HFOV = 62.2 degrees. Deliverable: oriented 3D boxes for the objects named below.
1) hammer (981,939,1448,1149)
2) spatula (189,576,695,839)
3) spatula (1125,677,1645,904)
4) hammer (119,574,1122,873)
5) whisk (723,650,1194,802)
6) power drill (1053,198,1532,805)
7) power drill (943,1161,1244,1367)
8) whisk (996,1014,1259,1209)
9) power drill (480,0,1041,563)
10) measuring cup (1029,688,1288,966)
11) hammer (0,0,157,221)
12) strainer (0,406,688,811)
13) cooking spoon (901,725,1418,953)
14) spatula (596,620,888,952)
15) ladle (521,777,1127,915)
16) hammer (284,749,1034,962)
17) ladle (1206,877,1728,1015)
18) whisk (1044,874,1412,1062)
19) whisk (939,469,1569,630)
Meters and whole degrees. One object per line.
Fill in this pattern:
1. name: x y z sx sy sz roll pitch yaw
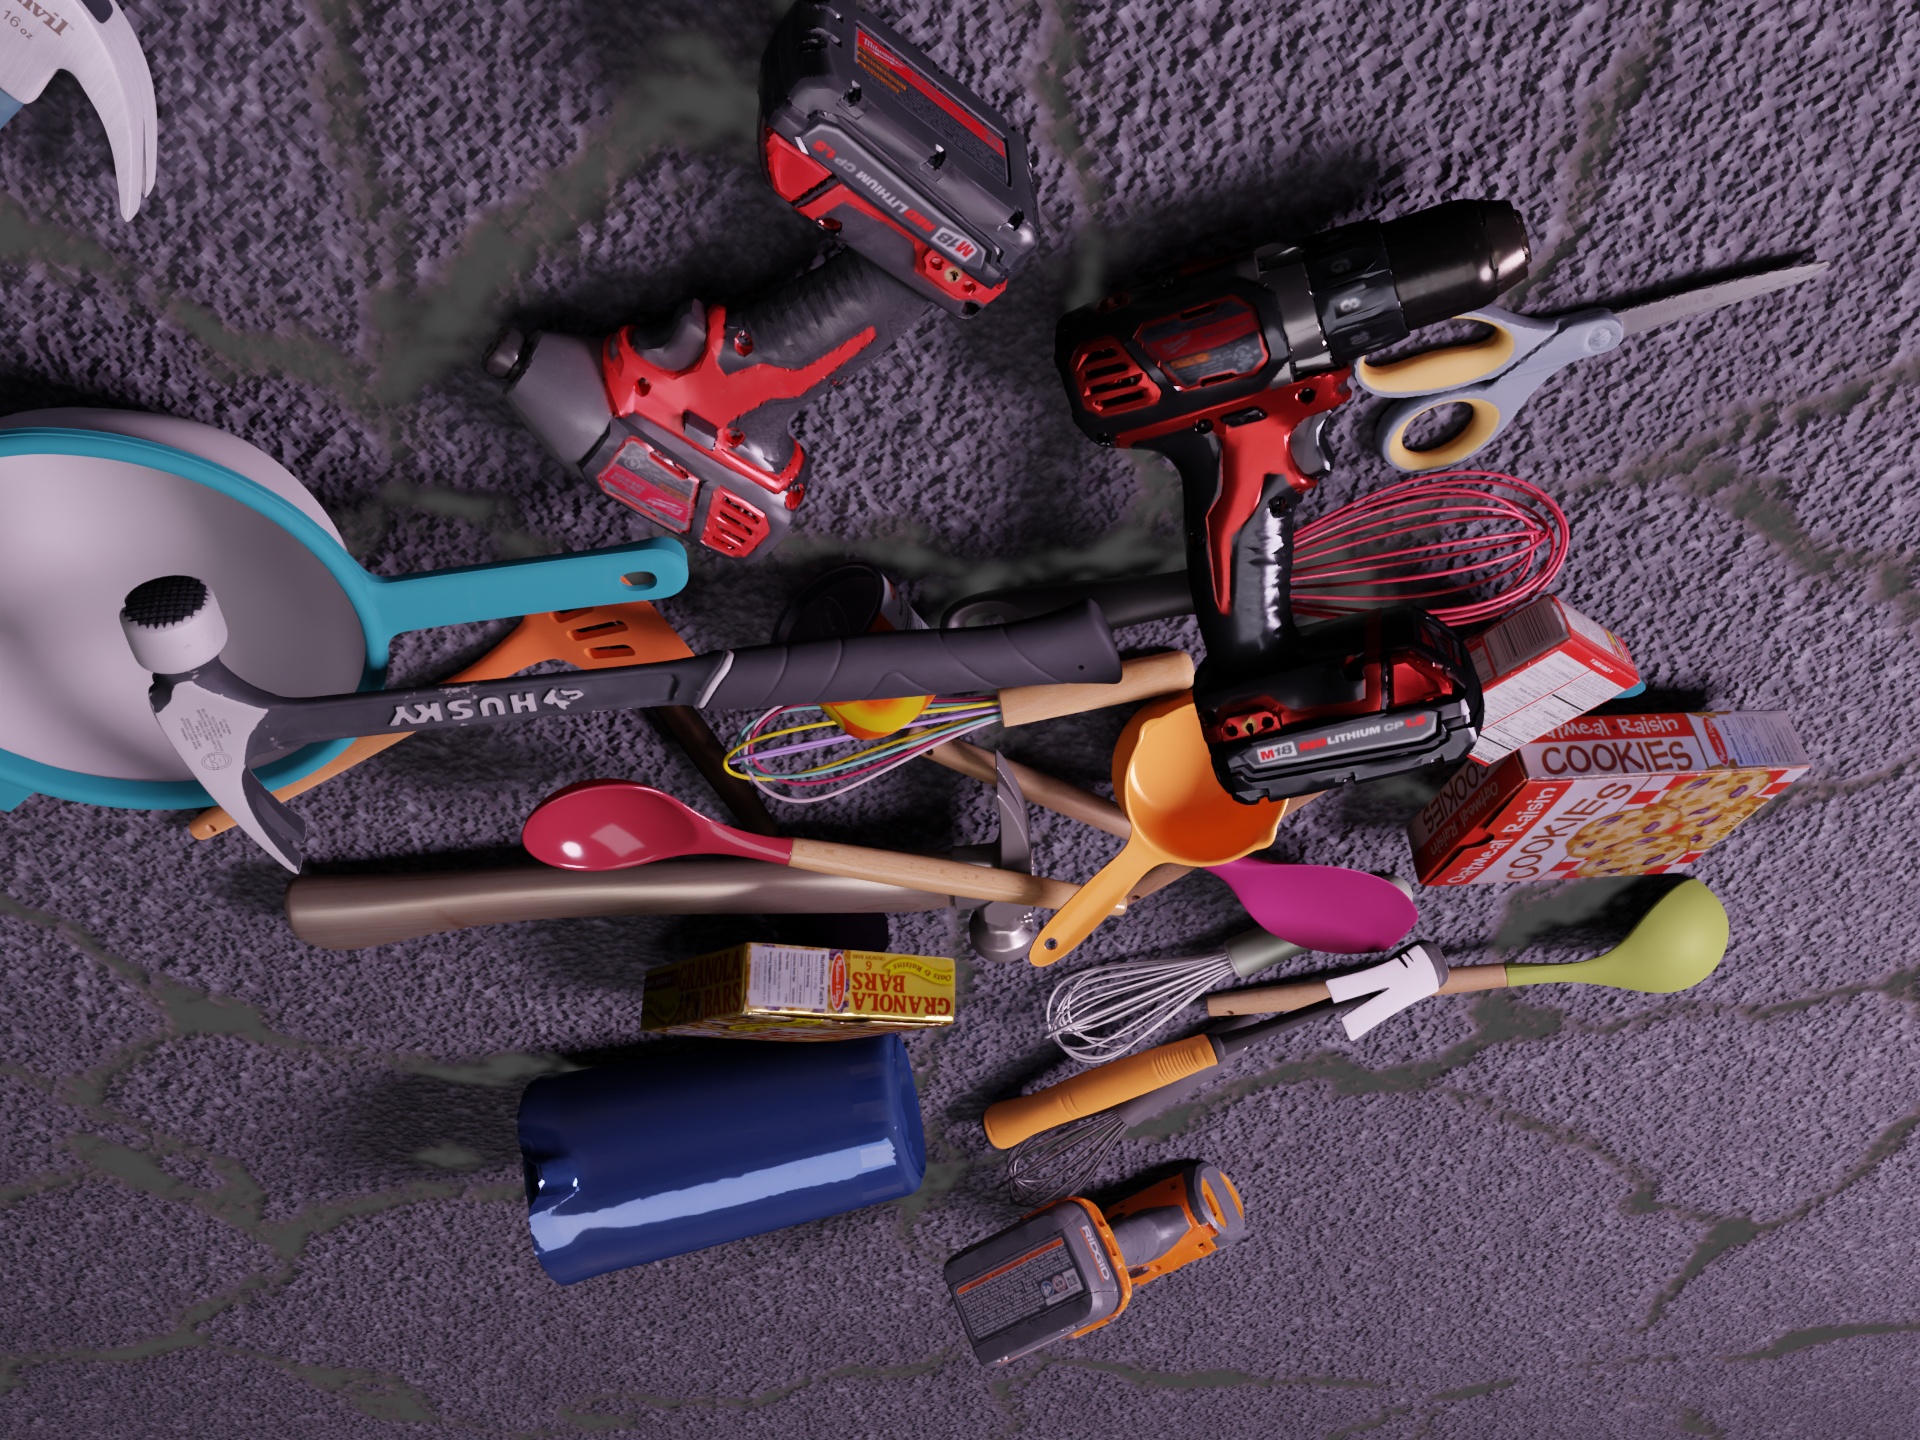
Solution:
1. hammer: 0.136 0.215 0.998 0.337 0.034 0.127 -31 166 36
2. spatula: -0.275 0.001 0.796 0.322 0.041 0.081 -25 126 20
3. spatula: 0.206 0.033 0.866 0.317 0.044 0.082 -36 132 28
4. hammer: -0.128 -0.011 0.694 0.409 0.036 0.149 -5 134 -9
5. whisk: -0.001 -0.002 0.817 0.245 0.051 0.047 -12 125 -1
6. power drill: 0.157 -0.093 0.663 0.188 0.080 0.226 -14 109 20
7. power drill: 0.088 0.387 1.133 0.164 0.084 0.226 -36 157 27
8. whisk: 0.113 0.268 1.091 0.055 0.055 0.239 32 120 -31
9. power drill: -0.083 -0.164 0.627 0.143 0.079 0.219 29 129 -28
10. measuring cup: 0.094 0.058 0.834 0.095 0.052 0.173 42 96 -14
11. hammer: -0.432 -0.179 0.610 0.331 0.033 0.128 -32 128 24
12. strainer: -0.292 -0.071 0.692 0.340 0.095 0.210 -8 137 -7
13. cooking spoon: 0.113 0.065 0.880 0.318 0.017 0.068 22 128 -15
14. spatula: -0.115 0.047 0.871 0.060 0.018 0.315 -17 135 13
15. ladle: -0.062 0.071 0.816 0.315 0.031 0.069 11 137 -14
16. hammer: -0.165 0.085 0.871 0.410 0.038 0.146 -3 136 1
17. ladle: 0.314 0.153 1.005 0.320 0.062 0.078 -9 140 14
18. whisk: 0.162 0.151 0.984 0.246 0.058 0.059 -25 166 15
19. whisk: 0.133 -0.066 0.754 0.296 0.073 0.073 -8 135 12
